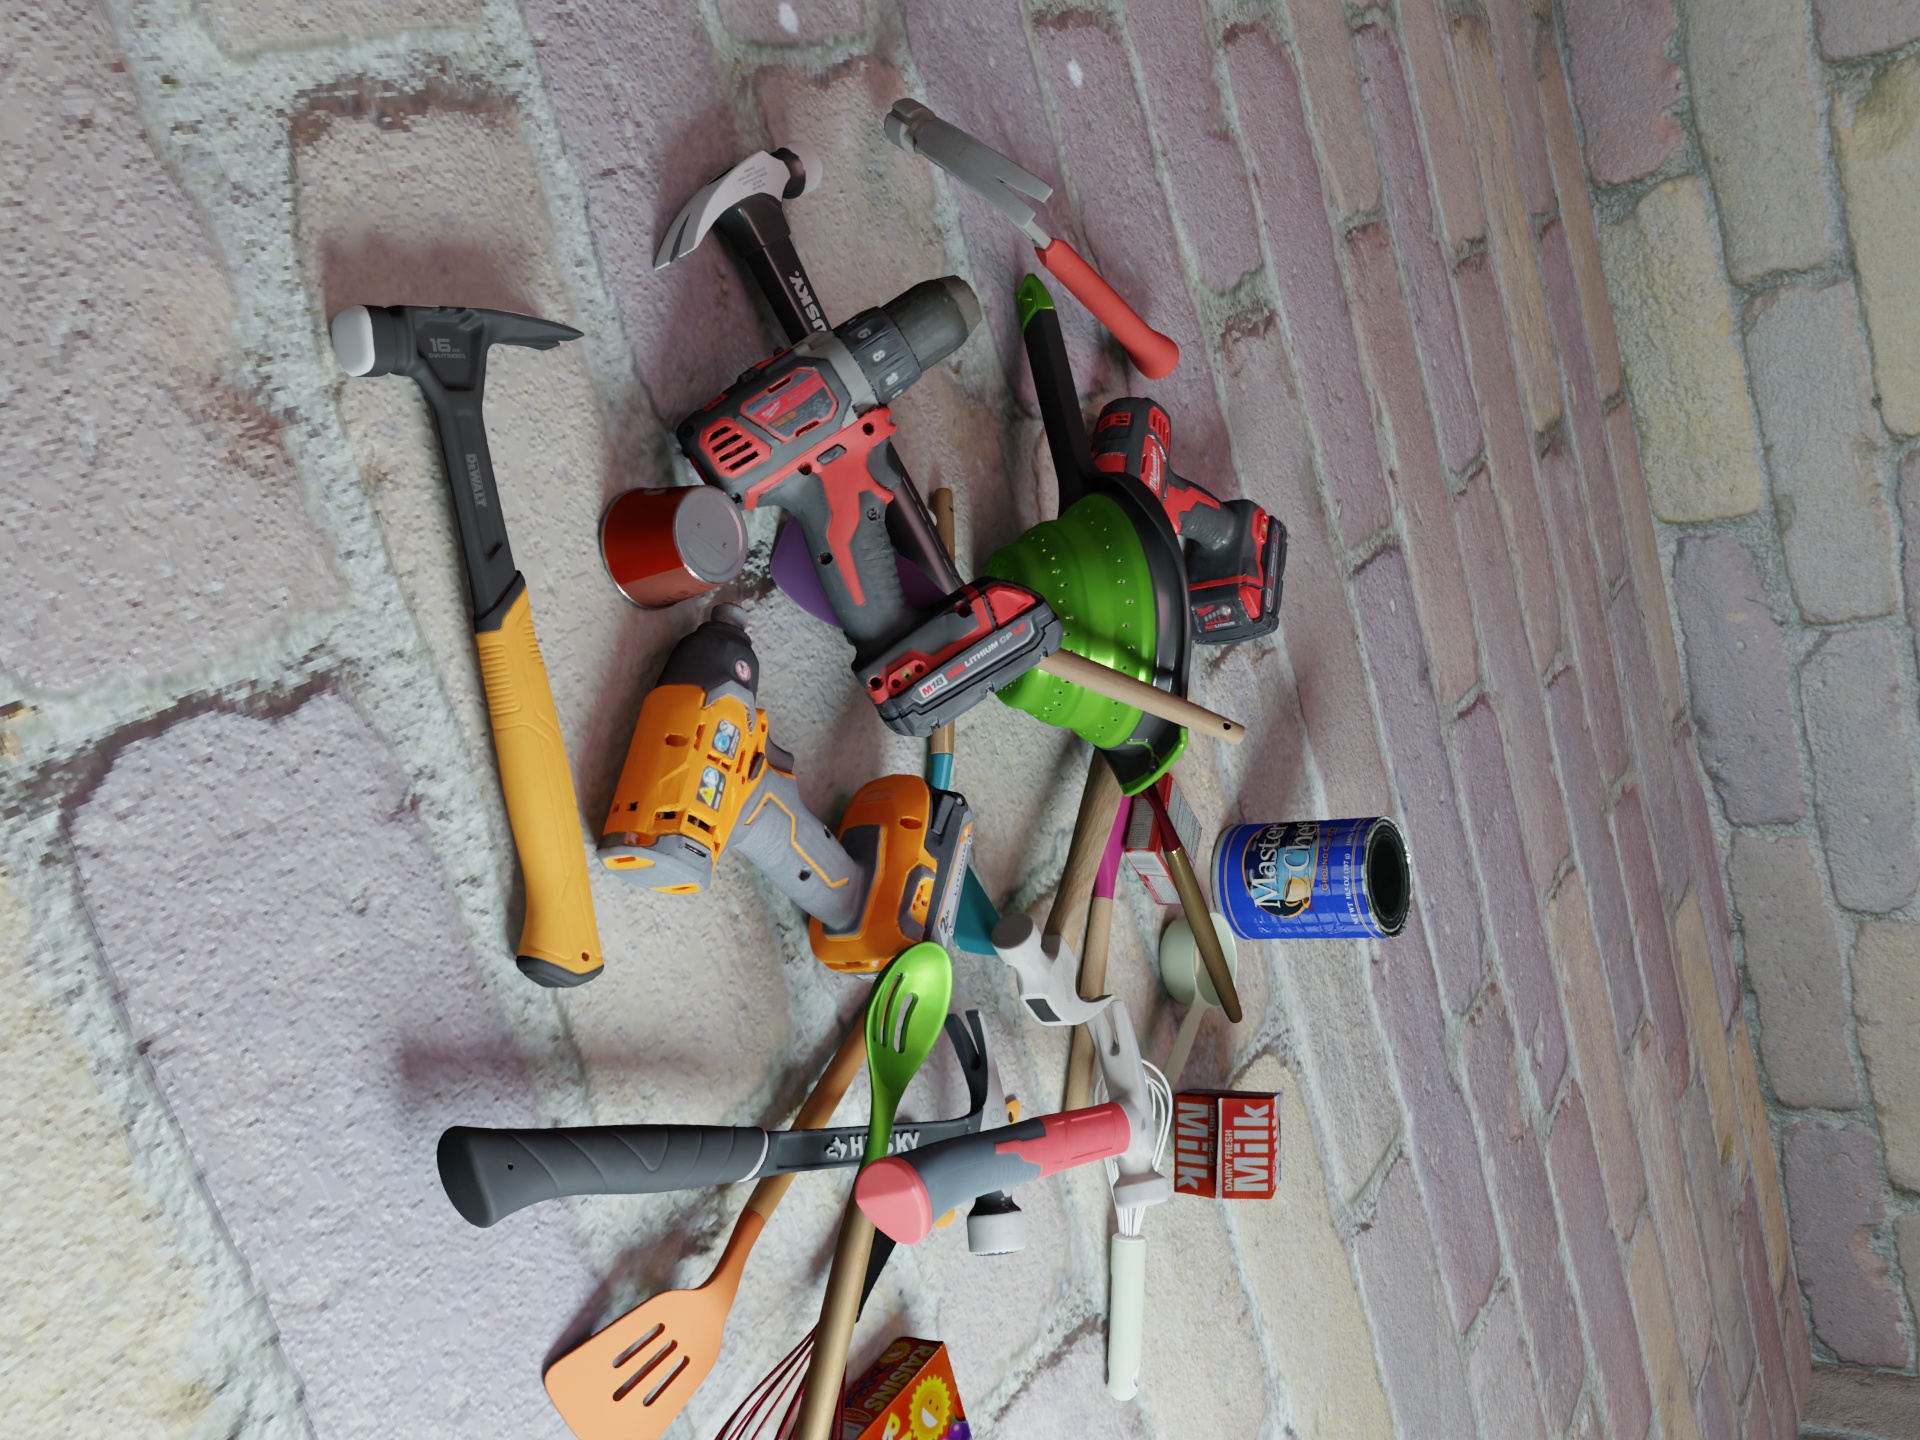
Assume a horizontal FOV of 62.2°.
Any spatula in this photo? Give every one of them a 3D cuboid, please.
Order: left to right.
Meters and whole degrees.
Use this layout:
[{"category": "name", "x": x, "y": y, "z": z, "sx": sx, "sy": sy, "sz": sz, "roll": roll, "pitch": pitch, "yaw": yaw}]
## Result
[{"category": "spatula", "x": -0.112, "y": 0.259, "z": 0.893, "sx": 0.081, "sy": 0.041, "sz": 0.323, "roll": 62, "pitch": 38, "yaw": -24}, {"category": "spatula", "x": -0.002, "y": -0.003, "z": 1.059, "sx": 0.082, "sy": 0.044, "sz": 0.318, "roll": 17, "pitch": 69, "yaw": -60}, {"category": "spatula", "x": 0.033, "y": -0.046, "z": 0.985, "sx": 0.316, "sy": 0.018, "sz": 0.060, "roll": 21, "pitch": 74, "yaw": -9}]

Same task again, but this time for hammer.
[{"category": "hammer", "x": -0.217, "y": -0.035, "z": 0.787, "sx": 0.127, "sy": 0.034, "sz": 0.337, "roll": -15, "pitch": 97, "yaw": -52}, {"category": "hammer", "x": -0.099, "y": 0.227, "z": 0.858, "sx": 0.408, "sy": 0.036, "sz": 0.149, "roll": 15, "pitch": 64, "yaw": -50}, {"category": "hammer", "x": -0.067, "y": -0.183, "z": 0.985, "sx": 0.146, "sy": 0.035, "sz": 0.334, "roll": -46, "pitch": 116, "yaw": -46}, {"category": "hammer", "x": 0.040, "y": 0.246, "z": 0.972, "sx": 0.386, "sy": 0.038, "sz": 0.143, "roll": 18, "pitch": 58, "yaw": -63}, {"category": "hammer", "x": 0.085, "y": -0.329, "z": 1.168, "sx": 0.036, "sy": 0.149, "sz": 0.358, "roll": -52, "pitch": 149, "yaw": 10}, {"category": "hammer", "x": 0.098, "y": 0.076, "z": 1.150, "sx": 0.129, "sy": 0.031, "sz": 0.331, "roll": 61, "pitch": 35, "yaw": -36}]

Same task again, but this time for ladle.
[{"category": "ladle", "x": 0.168, "y": 0.113, "z": 1.204, "sx": 0.069, "sy": 0.031, "sz": 0.315, "roll": -78, "pitch": 150, "yaw": -56}]

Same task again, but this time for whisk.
[{"category": "whisk", "x": -0.075, "y": 0.352, "z": 0.900, "sx": 0.073, "sy": 0.073, "sz": 0.296, "roll": 61, "pitch": 35, "yaw": -26}, {"category": "whisk", "x": 0.123, "y": 0.372, "z": 1.167, "sx": 0.057, "sy": 0.059, "sz": 0.246, "roll": 15, "pitch": 77, "yaw": -69}]

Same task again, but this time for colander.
[{"category": "colander", "x": 0.055, "y": -0.141, "z": 1.113, "sx": 0.094, "sy": 0.204, "sz": 0.397, "roll": -5, "pitch": 69, "yaw": -19}]

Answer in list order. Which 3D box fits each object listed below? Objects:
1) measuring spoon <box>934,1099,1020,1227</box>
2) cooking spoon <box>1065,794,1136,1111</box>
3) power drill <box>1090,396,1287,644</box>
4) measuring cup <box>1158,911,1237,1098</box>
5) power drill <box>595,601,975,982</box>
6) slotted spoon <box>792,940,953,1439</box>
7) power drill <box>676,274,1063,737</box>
[{"category": "measuring spoon", "x": 0.014, "y": 0.293, "z": 1.060, "sx": 0.117, "sy": 0.011, "sz": 0.021, "roll": -45, "pitch": 120, "yaw": -46}, {"category": "cooking spoon", "x": 0.105, "y": 0.159, "z": 1.195, "sx": 0.068, "sy": 0.017, "sz": 0.319, "roll": 34, "pitch": 57, "yaw": -45}, {"category": "power drill", "x": 0.178, "y": -0.151, "z": 1.296, "sx": 0.219, "sy": 0.078, "sz": 0.143, "roll": 32, "pitch": 60, "yaw": -43}, {"category": "measuring cup", "x": 0.173, "y": 0.226, "z": 1.262, "sx": 0.083, "sy": 0.038, "sz": 0.168, "roll": 55, "pitch": 47, "yaw": -33}, {"category": "power drill", "x": -0.092, "y": 0.045, "z": 0.904, "sx": 0.226, "sy": 0.084, "sz": 0.164, "roll": 35, "pitch": 57, "yaw": -41}, {"category": "slotted spoon", "x": -0.056, "y": 0.269, "z": 0.846, "sx": 0.070, "sy": 0.031, "sz": 0.314, "roll": 41, "pitch": 55, "yaw": -49}, {"category": "power drill", "x": -0.029, "y": -0.125, "z": 0.915, "sx": 0.188, "sy": 0.080, "sz": 0.226, "roll": -34, "pitch": 101, "yaw": -4}]
